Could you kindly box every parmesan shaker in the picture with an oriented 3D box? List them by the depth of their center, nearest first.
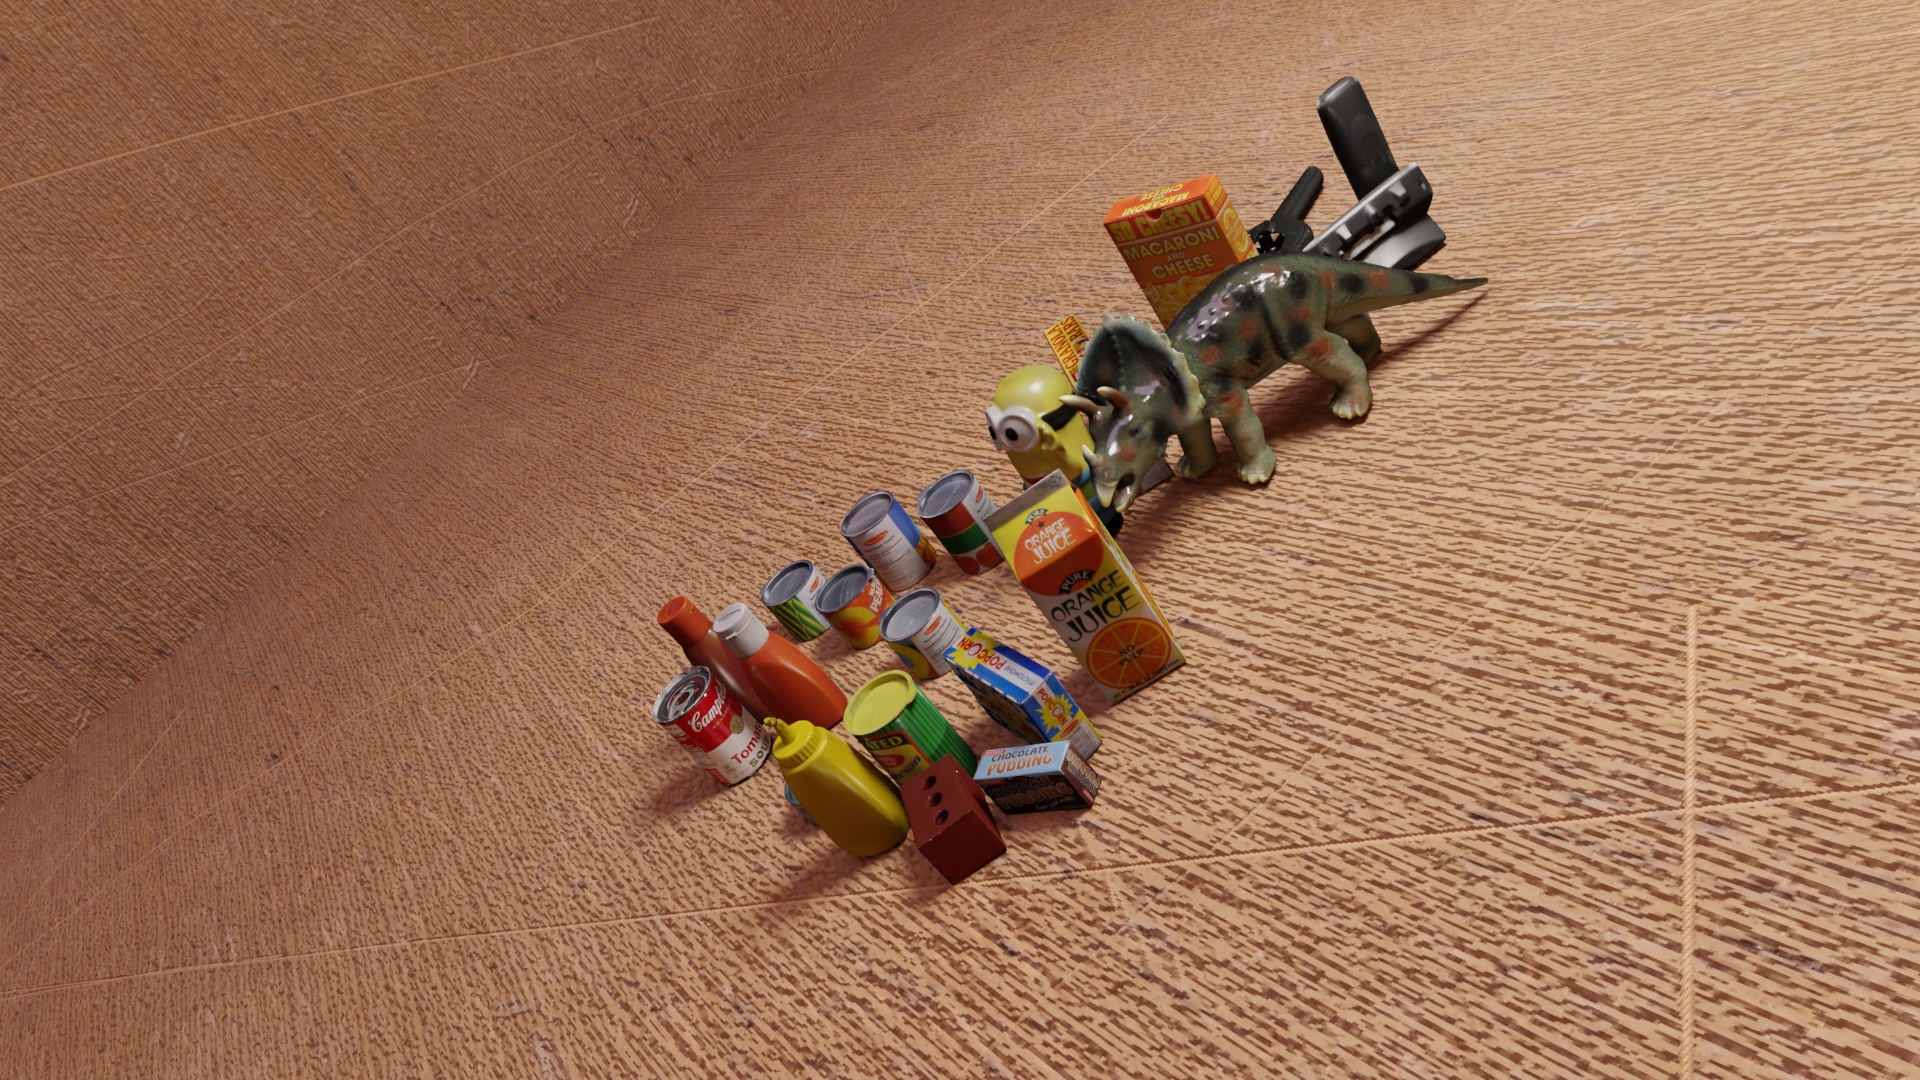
[{"bbox_3d":[-0.037,0.164,1.133,0.071,0.102,0.072,-27,31,18],"label":"parmesan shaker"}]

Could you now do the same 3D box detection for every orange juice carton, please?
[{"bbox_3d":[0.096,0.031,1.087,0.072,0.192,0.073,-32,30,9],"label":"orange juice carton"}]

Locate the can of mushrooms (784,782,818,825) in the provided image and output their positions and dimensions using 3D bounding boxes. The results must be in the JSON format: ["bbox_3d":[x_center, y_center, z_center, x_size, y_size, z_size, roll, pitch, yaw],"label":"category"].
[{"bbox_3d":[-0.117,0.213,1.219,0.071,0.033,0.071,-27,31,18],"label":"can of mushrooms"}]

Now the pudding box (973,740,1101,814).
[{"bbox_3d":[0.058,0.181,1.060,0.083,0.049,0.030,-13,37,36],"label":"pudding box"}]

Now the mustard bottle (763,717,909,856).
[{"bbox_3d":[-0.105,0.189,1.112,0.065,0.159,0.049,-27,31,17],"label":"mustard bottle"}]

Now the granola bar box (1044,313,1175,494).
[{"bbox_3d":[0.141,-0.134,1.342,0.039,0.124,0.166,-32,30,9],"label":"granola bar box"}]

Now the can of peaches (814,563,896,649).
[{"bbox_3d":[-0.100,0.066,1.385,0.071,0.058,0.071,-27,31,18],"label":"can of peaches"}]

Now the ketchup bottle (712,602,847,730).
[{"bbox_3d":[-0.171,0.120,1.291,0.064,0.148,0.044,-26,31,20],"label":"ketchup bottle"}]

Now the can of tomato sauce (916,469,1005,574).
[{"bbox_3d":[0.005,-0.017,1.364,0.071,0.083,0.071,-27,31,18],"label":"can of tomato sauce"}]

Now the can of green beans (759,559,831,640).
[{"bbox_3d":[-0.166,0.063,1.458,0.071,0.057,0.071,-27,31,18],"label":"can of green beans"}]

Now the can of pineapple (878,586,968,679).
[{"bbox_3d":[-0.033,0.086,1.285,0.071,0.057,0.071,-27,31,18],"label":"can of pineapple"}]

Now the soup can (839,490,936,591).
[{"bbox_3d":[-0.074,-0.001,1.424,0.071,0.083,0.072,-27,31,18],"label":"soup can"}]

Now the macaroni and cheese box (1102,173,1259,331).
[{"bbox_3d":[0.237,-0.278,1.400,0.123,0.166,0.040,-6,42,43],"label":"macaroni and cheese box"}]

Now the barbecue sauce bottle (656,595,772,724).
[{"bbox_3d":[-0.238,0.116,1.369,0.043,0.148,0.065,-30,30,13],"label":"barbecue sauce bottle"}]

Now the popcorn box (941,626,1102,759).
[{"bbox_3d":[0.049,0.126,1.113,0.038,0.085,0.127,-45,30,-13],"label":"popcorn box"}]
